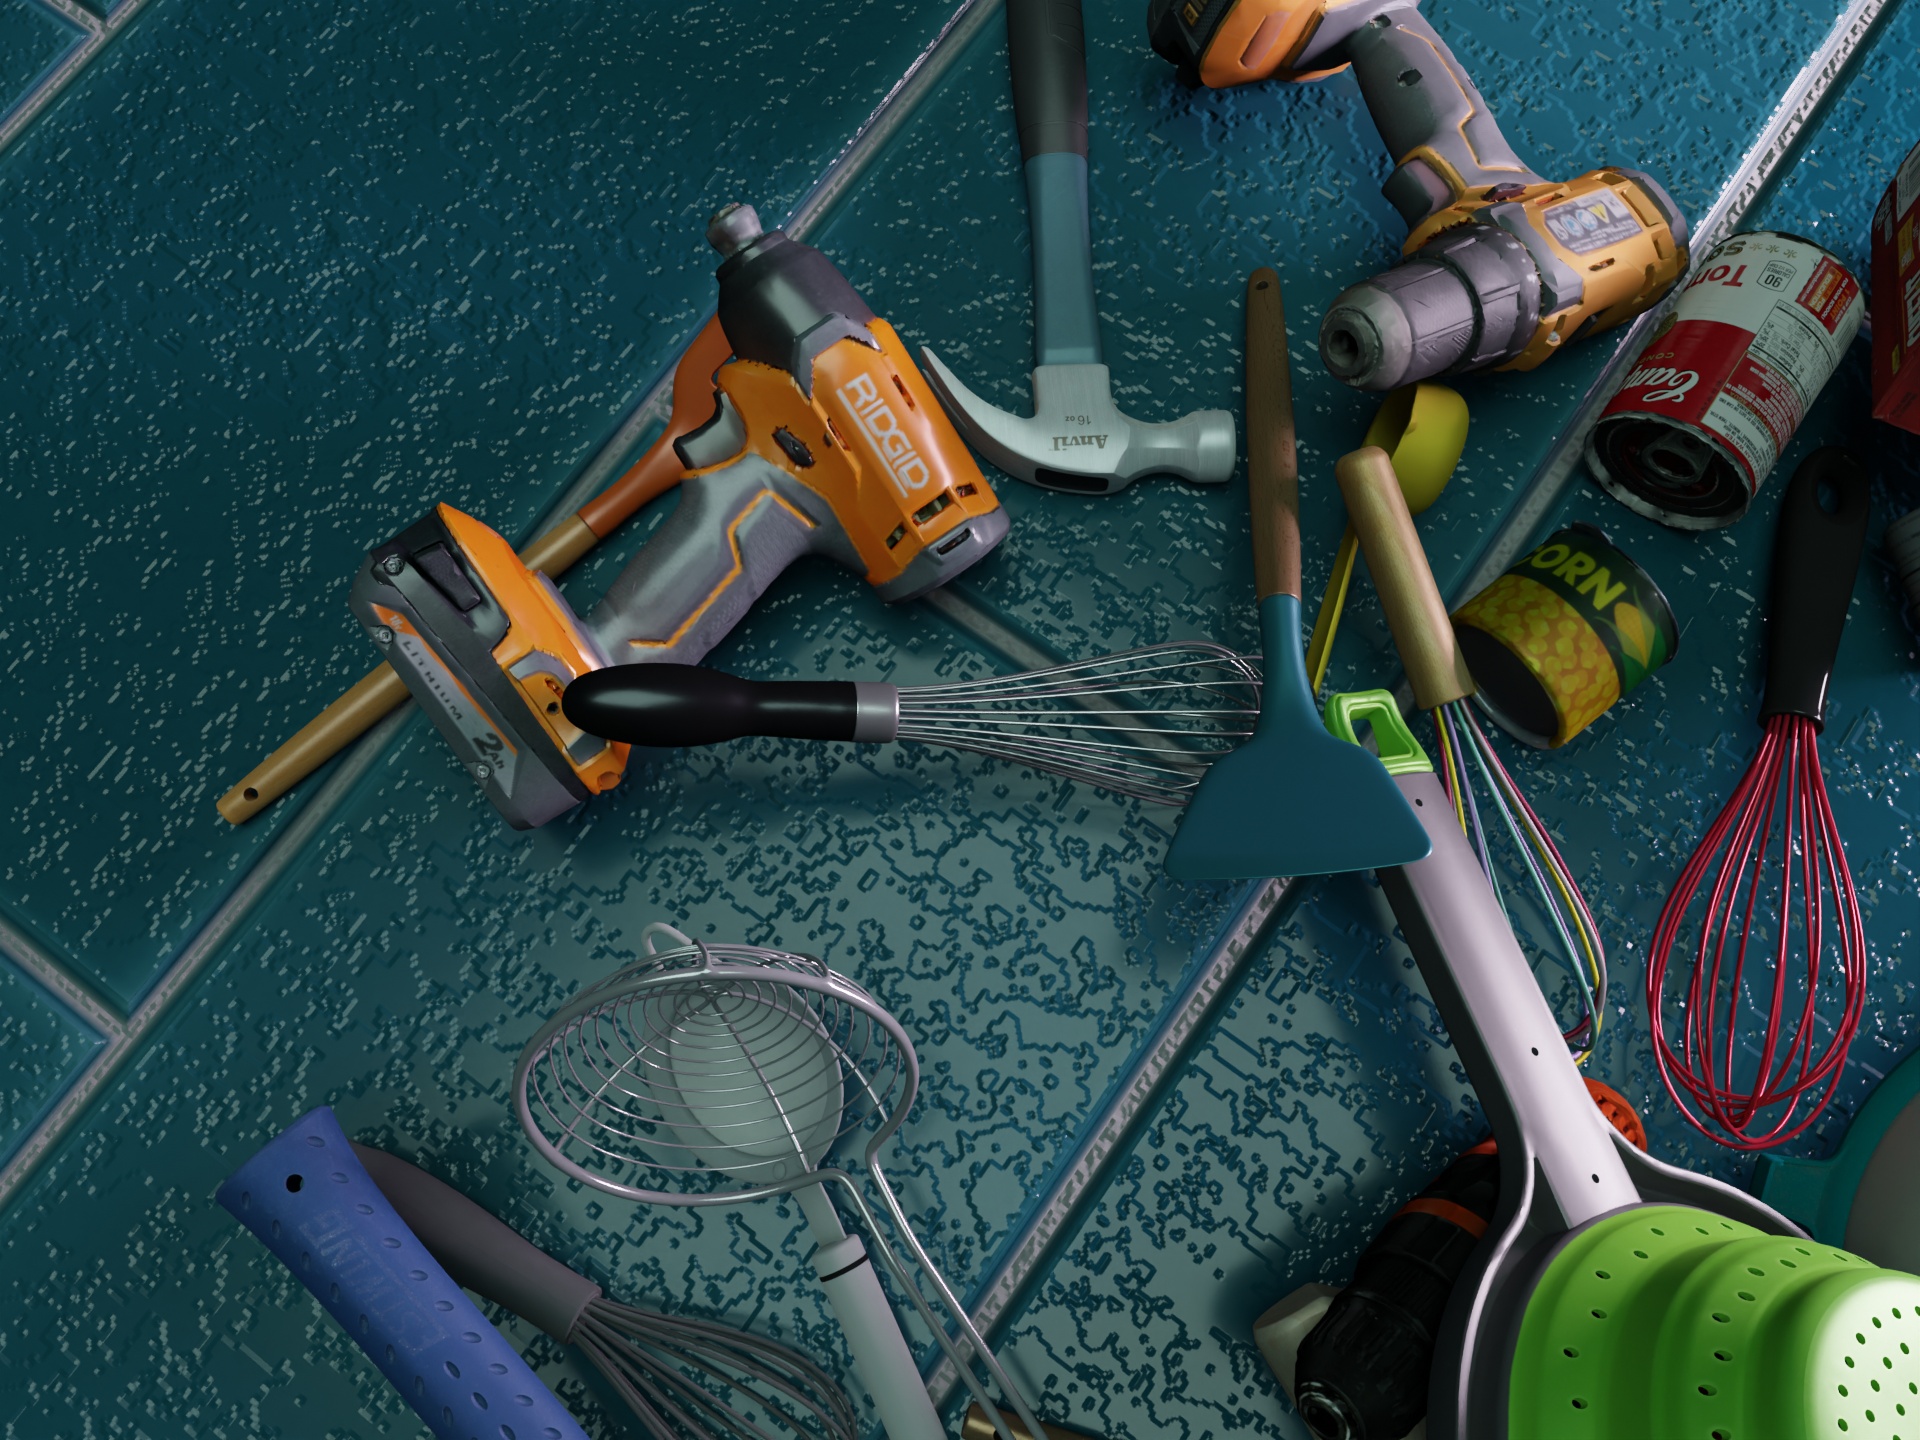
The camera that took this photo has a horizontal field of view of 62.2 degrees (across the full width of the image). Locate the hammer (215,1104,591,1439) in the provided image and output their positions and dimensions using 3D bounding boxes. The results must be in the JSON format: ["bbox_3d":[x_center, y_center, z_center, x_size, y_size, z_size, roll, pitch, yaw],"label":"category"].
[{"bbox_3d":[-0.093,0.293,0.504,0.144,0.035,0.405,-42,87,-15],"label":"hammer"}]

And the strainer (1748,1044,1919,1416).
[{"bbox_3d":[0.431,0.251,0.504,0.211,0.095,0.340,-29,82,6],"label":"strainer"}]

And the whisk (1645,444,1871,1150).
[{"bbox_3d":[0.315,0.019,0.607,0.073,0.073,0.296,18,70,6],"label":"whisk"}]

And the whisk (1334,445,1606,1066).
[{"bbox_3d":[0.188,0.014,0.596,0.047,0.051,0.245,-19,87,6],"label":"whisk"}]

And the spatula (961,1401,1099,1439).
[{"bbox_3d":[0.151,0.299,0.555,0.316,0.018,0.060,18,79,6],"label":"spatula"}]

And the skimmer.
[{"bbox_3d":[-0.003,0.226,0.509,0.127,0.090,0.363,-35,89,20],"label":"skimmer"}]

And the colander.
[{"bbox_3d":[0.216,0.147,0.474,0.204,0.094,0.397,-6,64,-29],"label":"colander"}]

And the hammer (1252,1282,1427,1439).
[{"bbox_3d":[0.206,0.381,0.510,0.146,0.038,0.411,-29,79,-4],"label":"hammer"}]

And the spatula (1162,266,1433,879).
[{"bbox_3d":[0.118,-0.070,0.592,0.082,0.044,0.318,-6,53,15],"label":"spatula"}]

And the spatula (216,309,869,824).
[{"bbox_3d":[-0.172,-0.065,0.651,0.322,0.041,0.081,-40,102,-7],"label":"spatula"}]

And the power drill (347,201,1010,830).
[{"bbox_3d":[-0.113,-0.081,0.610,0.226,0.084,0.164,-34,103,-8],"label":"power drill"}]

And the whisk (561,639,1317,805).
[{"bbox_3d":[-0.001,-0.001,0.588,0.284,0.070,0.070,2,75,-13],"label":"whisk"}]

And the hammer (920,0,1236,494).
[{"bbox_3d":[0.042,-0.256,0.700,0.128,0.033,0.331,-3,75,0],"label":"hammer"}]

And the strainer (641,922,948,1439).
[{"bbox_3d":[-0.048,0.188,0.580,0.087,0.050,0.258,-30,81,28],"label":"strainer"}]

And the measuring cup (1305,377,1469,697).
[{"bbox_3d":[0.168,-0.063,0.640,0.029,0.062,0.156,18,87,-4],"label":"measuring cup"}]

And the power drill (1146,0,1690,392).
[{"bbox_3d":[0.169,-0.234,0.642,0.185,0.084,0.226,-26,76,-30],"label":"power drill"}]

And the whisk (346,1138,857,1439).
[{"bbox_3d":[-0.138,0.214,0.573,0.239,0.055,0.055,26,77,12],"label":"whisk"}]
